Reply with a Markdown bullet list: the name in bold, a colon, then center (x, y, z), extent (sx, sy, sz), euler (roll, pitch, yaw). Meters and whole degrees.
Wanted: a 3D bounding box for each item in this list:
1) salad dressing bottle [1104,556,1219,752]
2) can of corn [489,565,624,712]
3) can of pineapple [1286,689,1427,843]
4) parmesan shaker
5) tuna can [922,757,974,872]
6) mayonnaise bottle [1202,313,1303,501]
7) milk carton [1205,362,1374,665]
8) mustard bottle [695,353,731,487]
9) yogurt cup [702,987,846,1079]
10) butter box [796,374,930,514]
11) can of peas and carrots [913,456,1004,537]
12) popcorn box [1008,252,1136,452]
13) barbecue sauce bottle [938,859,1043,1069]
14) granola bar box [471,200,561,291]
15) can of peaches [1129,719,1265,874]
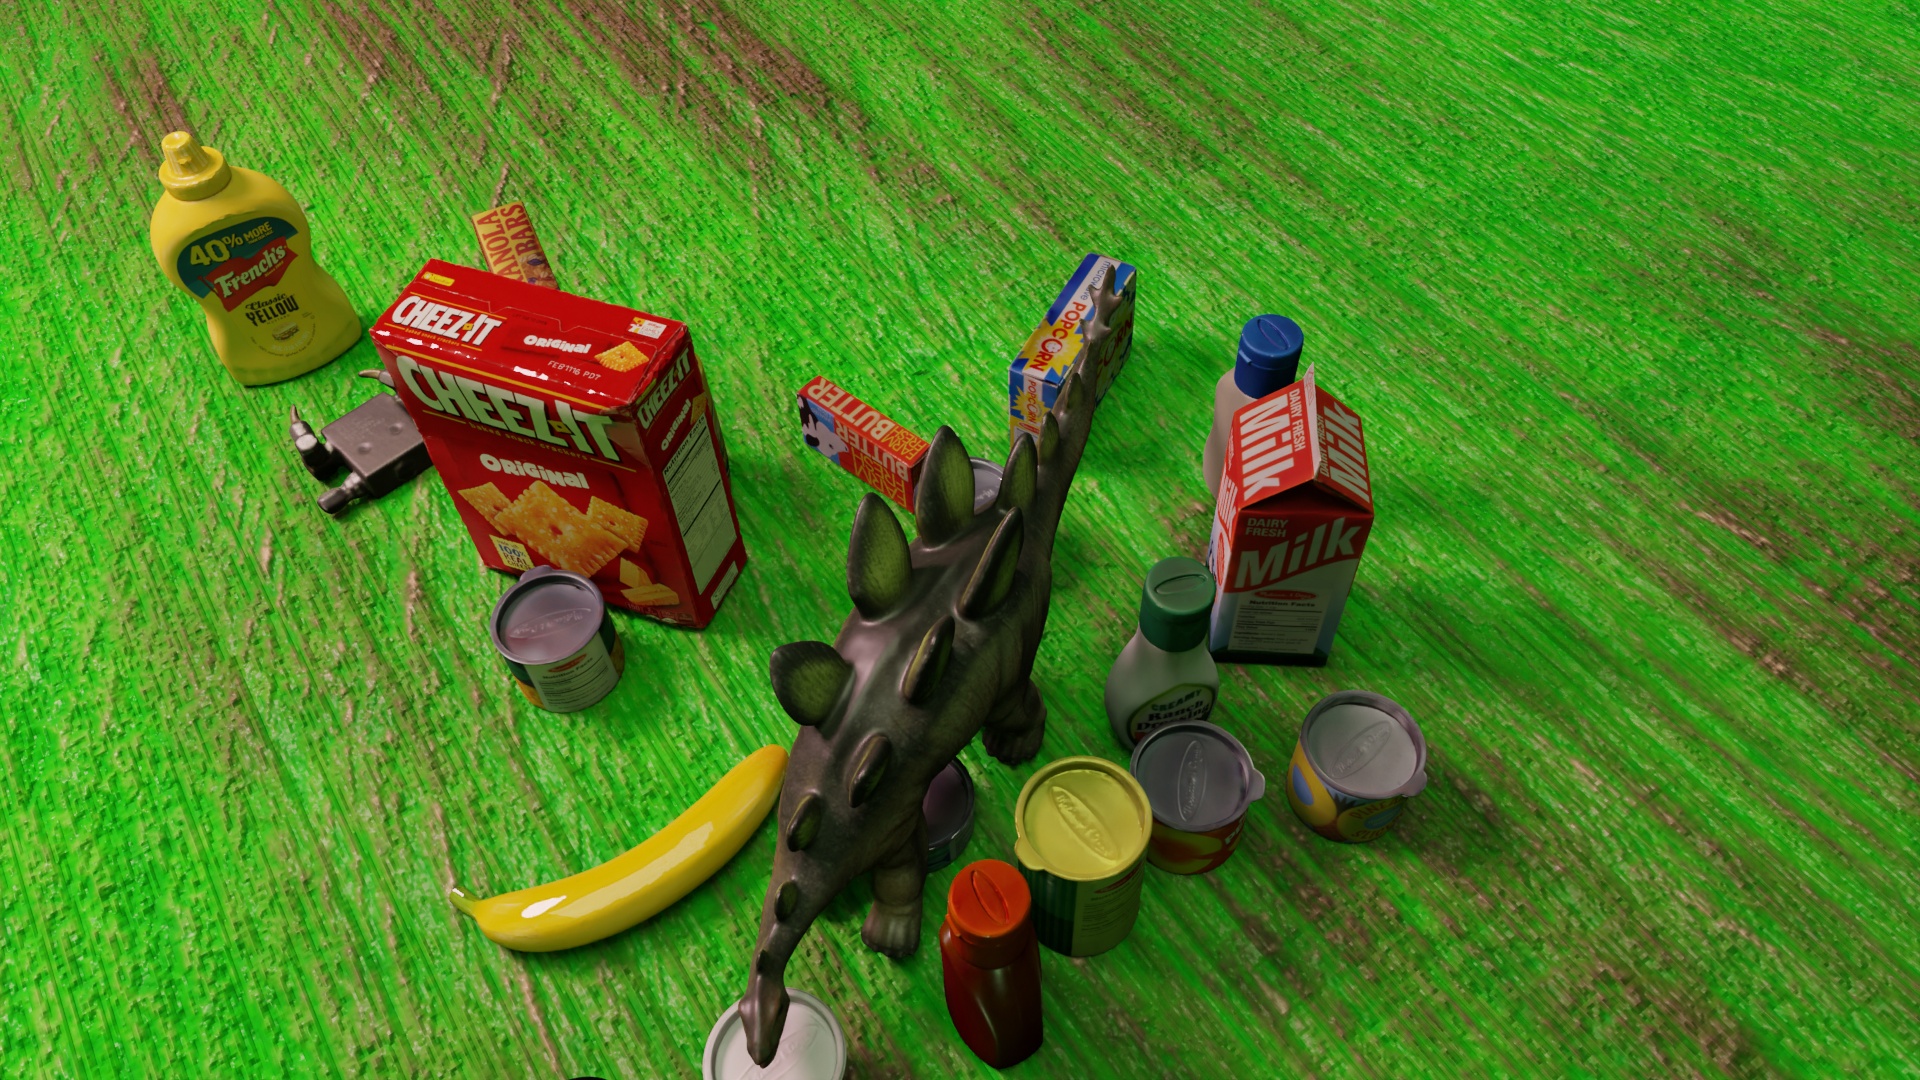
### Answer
- **salad dressing bottle**: center (0.112, 0.065, 0.757), extent (0.064, 0.146, 0.044), euler (-14, 54, -8)
- **can of corn**: center (-0.240, 0.059, 0.831), extent (0.071, 0.058, 0.071), euler (-1, 53, 1)
- **can of pineapple**: center (0.217, 0.126, 0.763), extent (0.071, 0.057, 0.071), euler (-1, 53, 1)
- **parmesan shaker**: center (0.059, 0.165, 0.711), extent (0.071, 0.102, 0.071), euler (-1, 53, 1)
- **tuna can**: center (-0.027, 0.149, 0.771), extent (0.071, 0.032, 0.071), euler (-1, 53, 1)
- **mayonnaise bottle**: center (0.184, -0.075, 0.861), extent (0.041, 0.147, 0.065), euler (-23, 55, -14)
- **milk carton**: center (0.184, -0.010, 0.785), extent (0.073, 0.189, 0.073), euler (2, 53, 4)
- **mustard bottle**: center (-0.179, -0.081, 0.871), extent (0.049, 0.159, 0.065), euler (-12, 53, -7)
- **yogurt cup**: center (-0.087, 0.259, 0.676), extent (0.072, 0.053, 0.073), euler (-1, 53, 1)
- **butter box**: center (-0.062, -0.064, 0.921), extent (0.103, 0.052, 0.024), euler (33, 61, 24)
- **can of peas and carrots**: center (0.003, -0.011, 0.875), extent (0.071, 0.058, 0.071), euler (-1, 53, 1)
- **popcorn box**: center (0.077, -0.122, 0.940), extent (0.038, 0.084, 0.127), euler (22, 57, 18)
- **barbecue sauce bottle**: center (0.014, 0.199, 0.659), extent (0.044, 0.147, 0.065), euler (-24, 56, -15)
- **granola bar box**: center (-0.275, -0.128, 0.933), extent (0.039, 0.123, 0.166), euler (-22, 55, -13)
- **can of peaches**: center (0.126, 0.141, 0.755), extent (0.071, 0.057, 0.071), euler (-1, 53, 1)
